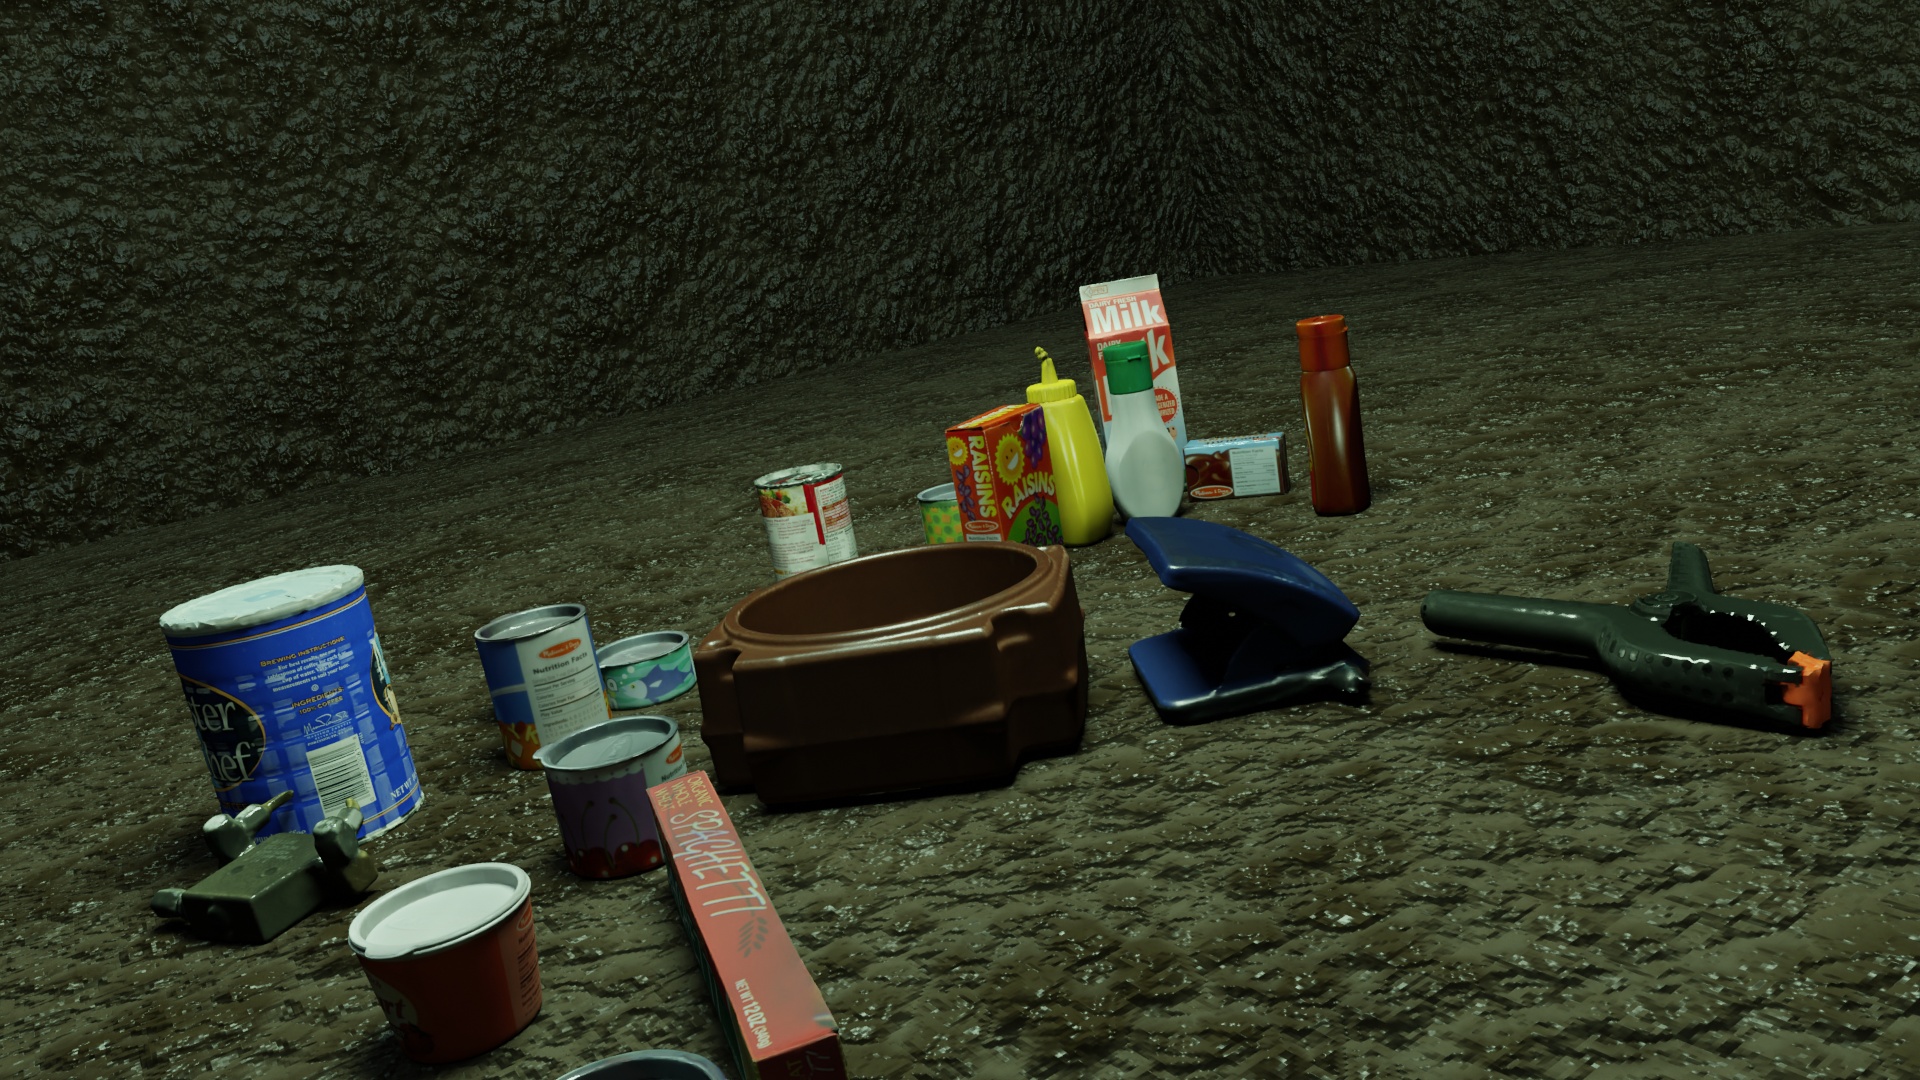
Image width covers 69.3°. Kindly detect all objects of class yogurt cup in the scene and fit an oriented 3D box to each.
[{"bbox_3d":[-0.198,0.166,0.544,0.072,0.053,0.072,-10,13,2],"label":"yogurt cup"}]

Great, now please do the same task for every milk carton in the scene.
[{"bbox_3d":[0.156,-0.138,1.241,0.072,0.190,0.073,-9,13,3],"label":"milk carton"}]

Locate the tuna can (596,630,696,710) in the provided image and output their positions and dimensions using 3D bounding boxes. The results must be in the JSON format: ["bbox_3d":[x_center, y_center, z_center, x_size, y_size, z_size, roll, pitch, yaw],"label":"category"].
[{"bbox_3d":[-0.213,0.087,0.925,0.071,0.032,0.071,-10,13,2],"label":"tuna can"}]

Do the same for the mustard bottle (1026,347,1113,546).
[{"bbox_3d":[0.081,-0.076,1.108,0.065,0.159,0.049,3,18,44],"label":"mustard bottle"}]

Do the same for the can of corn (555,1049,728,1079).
[{"bbox_3d":[-0.087,0.184,0.380,0.071,0.058,0.071,-10,13,2],"label":"can of corn"}]

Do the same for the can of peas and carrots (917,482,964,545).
[{"bbox_3d":[0.004,-0.014,1.126,0.071,0.058,0.071,-10,13,2],"label":"can of peas and carrots"}]

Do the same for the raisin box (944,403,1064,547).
[{"bbox_3d":[0.035,-0.035,1.050,0.040,0.123,0.086,-1,16,35],"label":"raisin box"}]

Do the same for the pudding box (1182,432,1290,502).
[{"bbox_3d":[0.234,-0.062,1.176,0.083,0.049,0.030,-5,14,22],"label":"pudding box"}]

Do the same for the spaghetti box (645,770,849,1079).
[{"bbox_3d":[-0.085,0.151,0.529,0.029,0.050,0.250,-14,14,-17],"label":"spaghetti box"}]

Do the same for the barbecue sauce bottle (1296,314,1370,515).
[{"bbox_3d":[0.286,-0.097,1.069,0.043,0.148,0.065,-5,14,23],"label":"barbecue sauce bottle"}]

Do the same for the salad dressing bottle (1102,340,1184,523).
[{"bbox_3d":[0.145,-0.088,1.135,0.064,0.147,0.044,-13,13,-11],"label":"salad dressing bottle"}]

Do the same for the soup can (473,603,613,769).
[{"bbox_3d":[-0.252,0.087,0.843,0.071,0.083,0.071,-10,13,2],"label":"soup can"}]

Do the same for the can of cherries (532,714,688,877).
[{"bbox_3d":[-0.168,0.125,0.681,0.071,0.058,0.071,-10,13,2],"label":"can of cherries"}]
